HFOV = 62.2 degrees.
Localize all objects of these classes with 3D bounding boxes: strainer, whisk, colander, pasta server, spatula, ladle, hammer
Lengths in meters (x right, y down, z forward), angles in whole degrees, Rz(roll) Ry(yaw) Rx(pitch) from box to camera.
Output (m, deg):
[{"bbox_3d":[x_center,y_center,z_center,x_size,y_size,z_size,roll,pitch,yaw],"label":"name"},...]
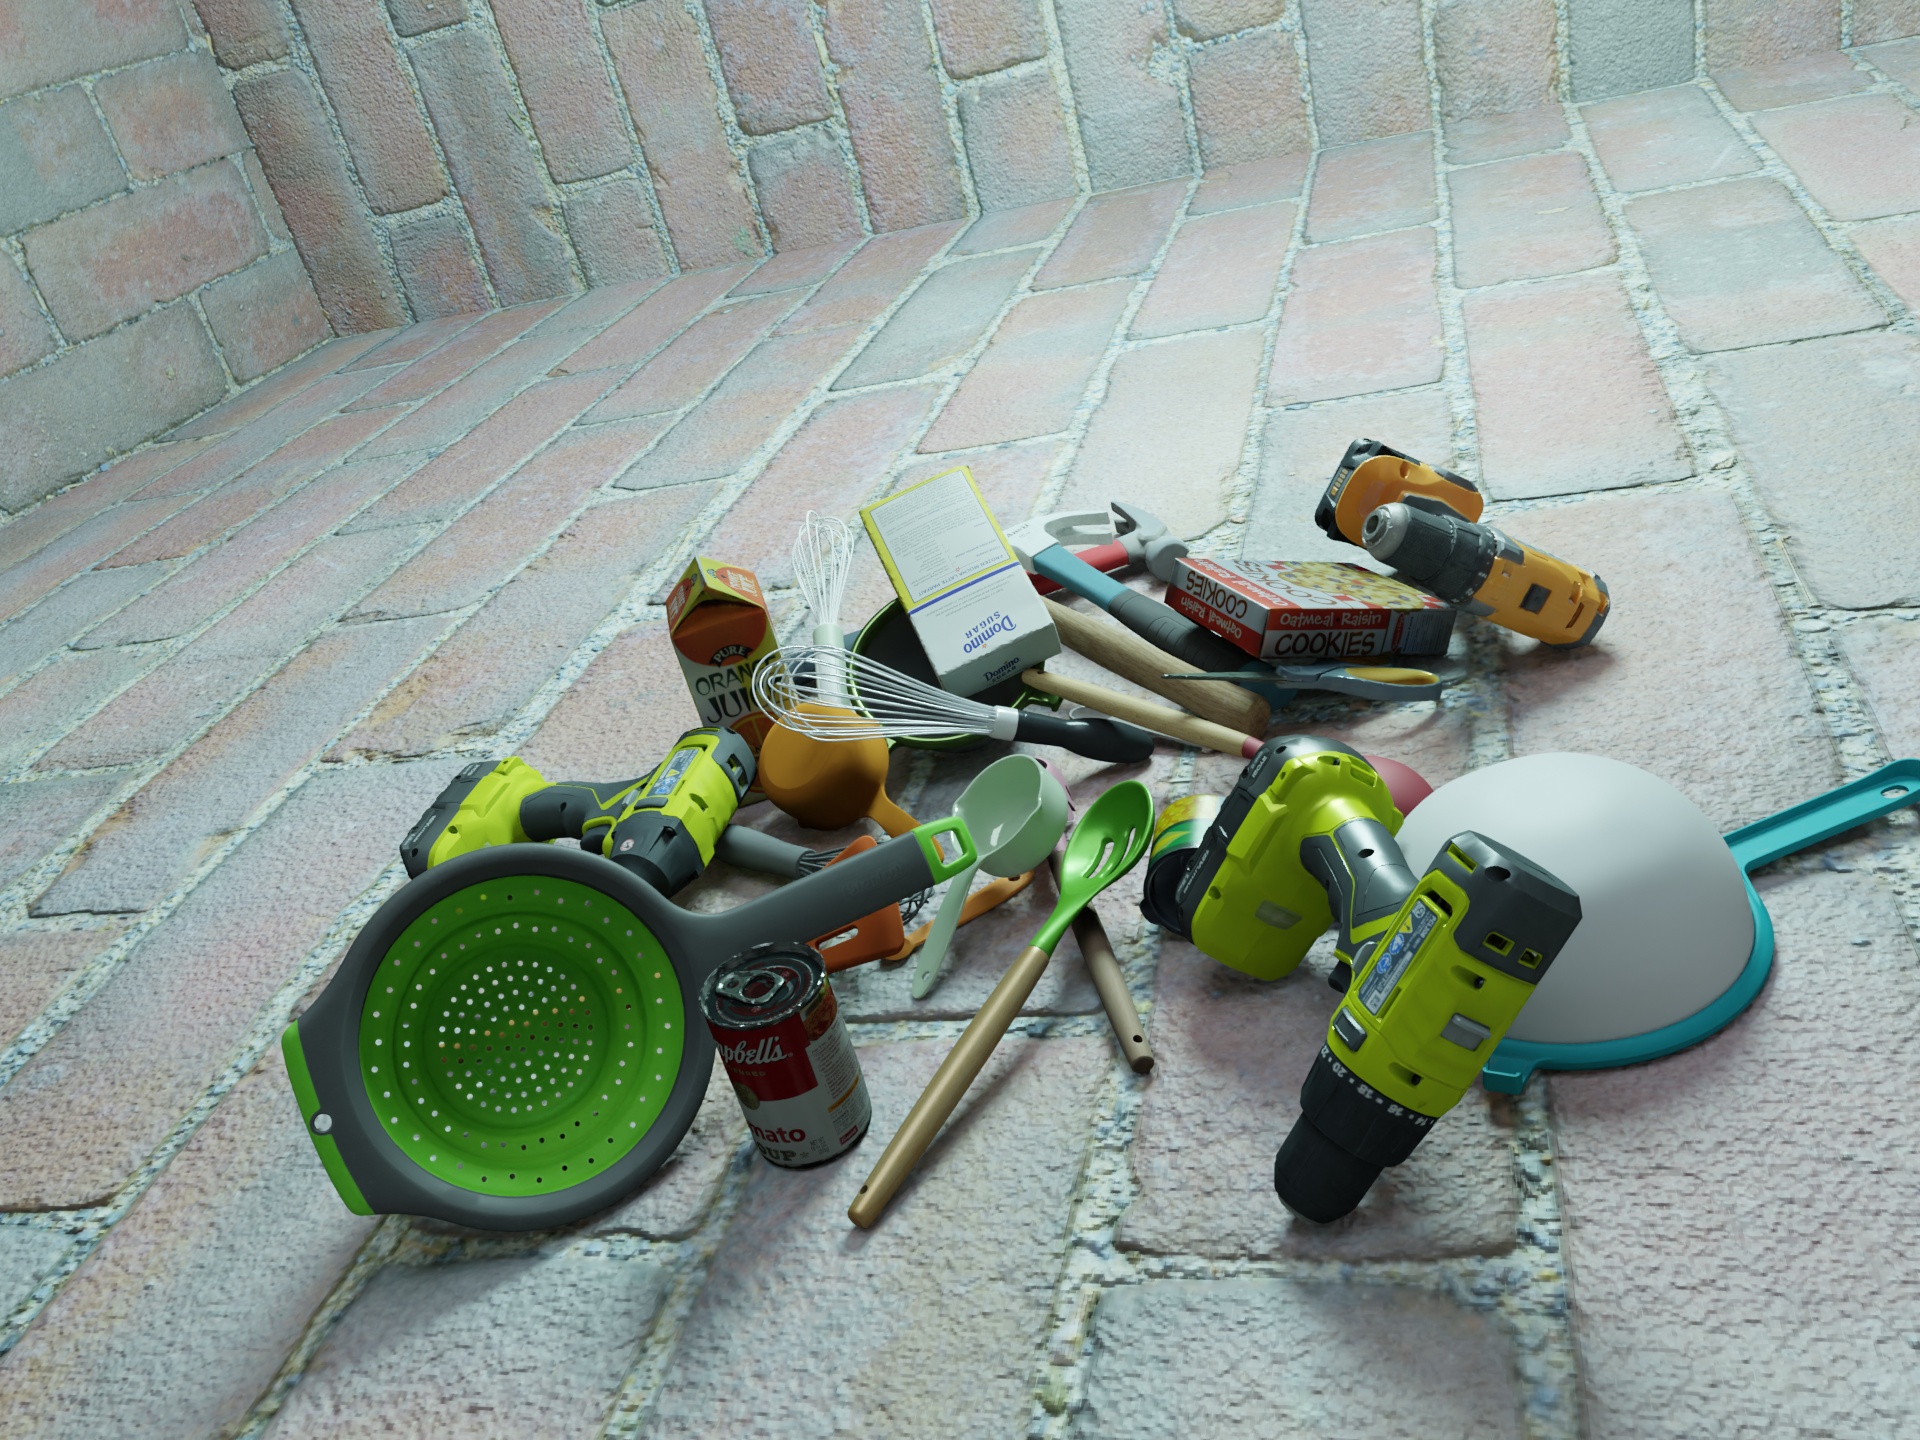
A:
[{"bbox_3d":[0.371,0.057,0.847,0.340,0.095,0.211,-20,28,-7],"label":"strainer"},{"bbox_3d":[-0.104,0.094,1.066,0.239,0.055,0.055,9,36,44],"label":"whisk"},{"bbox_3d":[-0.175,0.147,0.920,0.397,0.204,0.094,-22,-4,-22],"label":"colander"},{"bbox_3d":[0.068,0.108,0.976,0.060,0.040,0.317,-9,32,-7],"label":"pasta server"},{"bbox_3d":[-0.191,0.161,0.988,0.322,0.041,0.081,-18,63,-1],"label":"spatula"},{"bbox_3d":[0.168,0.011,1.050,0.316,0.031,0.069,20,38,35],"label":"ladle"},{"bbox_3d":[-0.002,-0.102,1.381,0.386,0.038,0.143,-20,27,-9],"label":"hammer"},{"bbox_3d":[-0.002,-0.002,1.089,0.284,0.070,0.070,10,26,-11],"label":"whisk"},{"bbox_3d":[0.096,-0.061,1.201,0.031,0.130,0.332,-27,41,-33],"label":"hammer"},{"bbox_3d":[-0.019,-0.068,1.231,0.151,0.069,0.257,-18,53,1],"label":"strainer"},{"bbox_3d":[0.134,-0.086,1.242,0.128,0.033,0.331,-31,40,-19],"label":"hammer"},{"bbox_3d":[-0.110,-0.079,1.305,0.058,0.059,0.247,-18,51,12],"label":"whisk"}]

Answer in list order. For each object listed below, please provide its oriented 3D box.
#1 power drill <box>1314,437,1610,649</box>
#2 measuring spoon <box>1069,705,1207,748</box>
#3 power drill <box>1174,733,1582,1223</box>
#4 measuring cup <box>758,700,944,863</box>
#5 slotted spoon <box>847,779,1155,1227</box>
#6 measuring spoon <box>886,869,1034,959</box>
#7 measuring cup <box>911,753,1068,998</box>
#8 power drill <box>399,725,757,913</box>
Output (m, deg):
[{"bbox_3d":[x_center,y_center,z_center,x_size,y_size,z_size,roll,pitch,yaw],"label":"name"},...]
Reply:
[{"bbox_3d":[0.338,-0.136,1.155,0.185,0.084,0.226,18,20,-20],"label":"power drill"},{"bbox_3d":[0.134,0.011,1.139,0.124,0.018,0.034,14,28,32],"label":"measuring spoon"},{"bbox_3d":[0.187,0.117,0.787,0.080,0.190,0.229,25,13,-18],"label":"power drill"},{"bbox_3d":[-0.076,0.048,1.100,0.174,0.052,0.095,37,91,42],"label":"measuring cup"},{"bbox_3d":[0.029,0.149,0.880,0.070,0.031,0.314,-16,28,50],"label":"slotted spoon"},{"bbox_3d":[-0.001,0.119,1.004,0.117,0.011,0.021,-27,30,-25],"label":"measuring spoon"},{"bbox_3d":[0.016,0.101,0.980,0.083,0.038,0.168,-3,56,51],"label":"measuring cup"},{"bbox_3d":[-0.270,0.081,1.114,0.223,0.080,0.171,-8,32,24],"label":"power drill"}]
